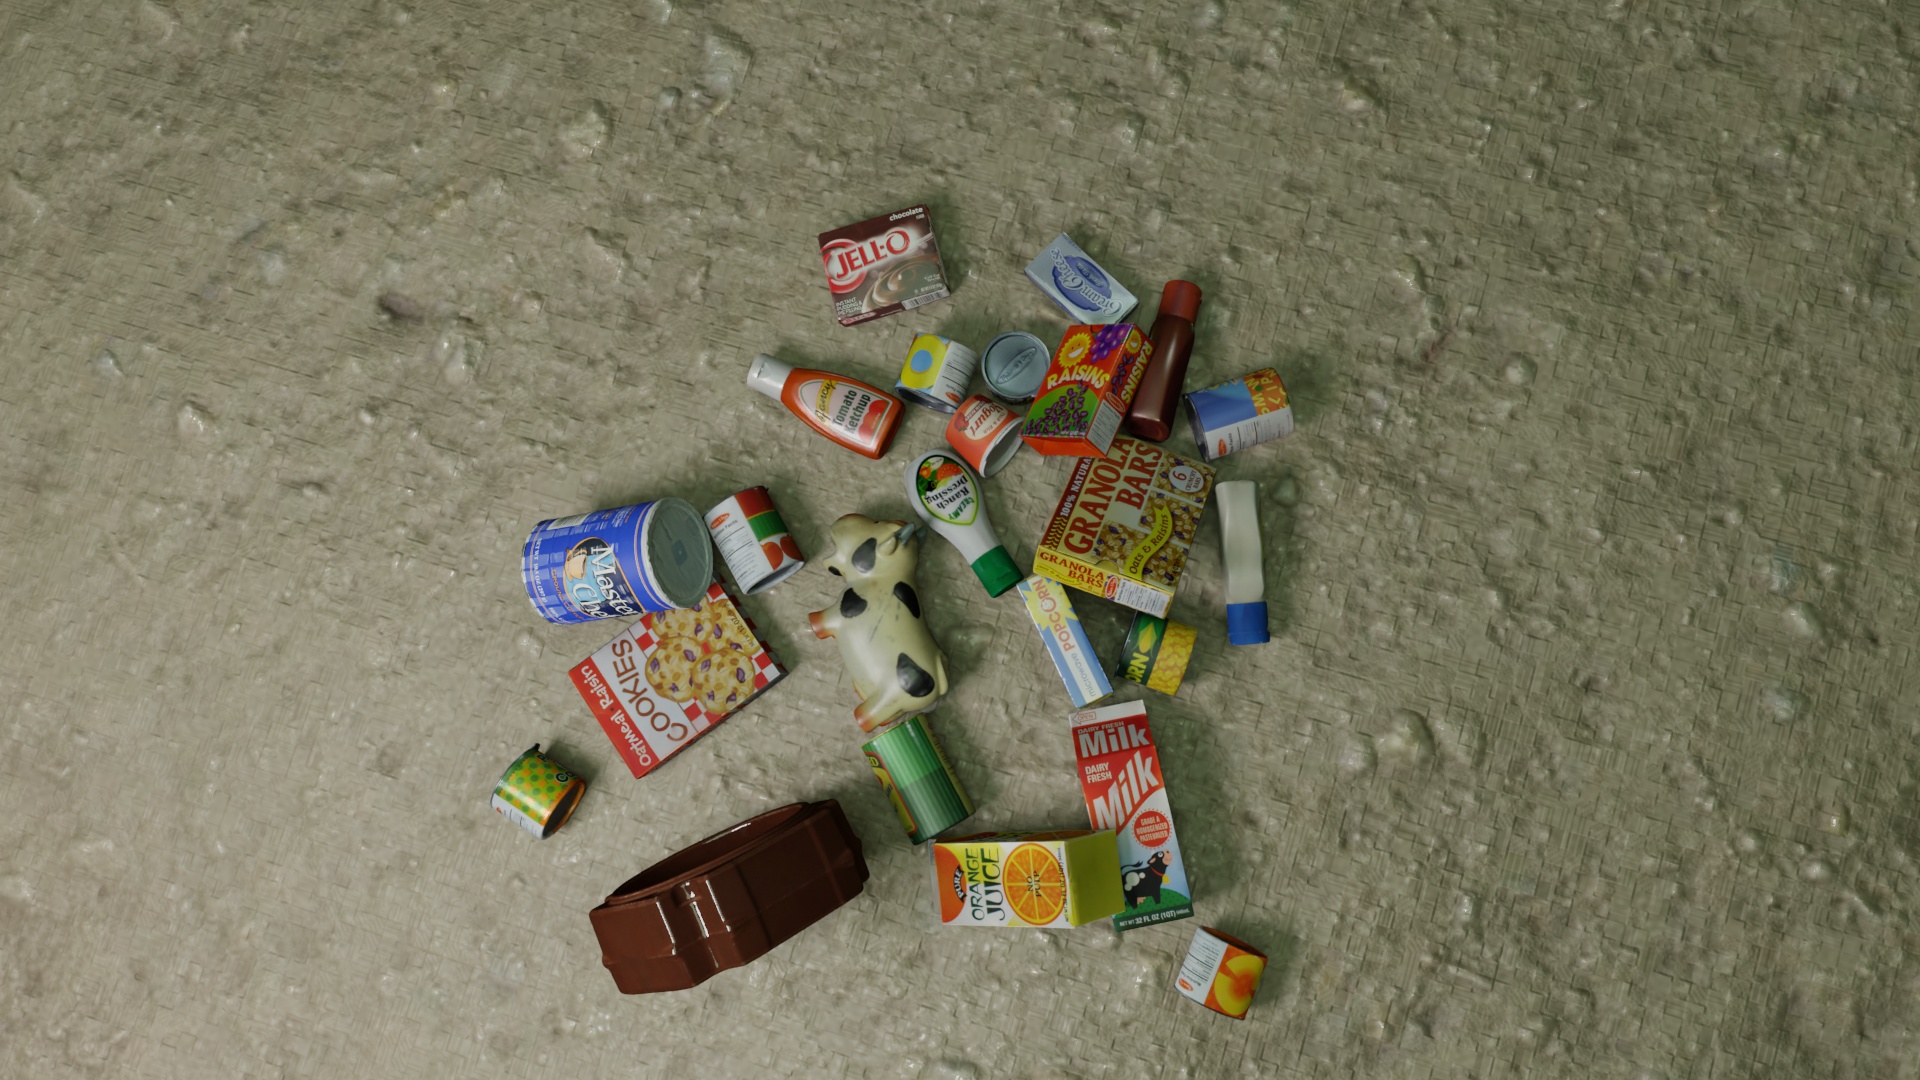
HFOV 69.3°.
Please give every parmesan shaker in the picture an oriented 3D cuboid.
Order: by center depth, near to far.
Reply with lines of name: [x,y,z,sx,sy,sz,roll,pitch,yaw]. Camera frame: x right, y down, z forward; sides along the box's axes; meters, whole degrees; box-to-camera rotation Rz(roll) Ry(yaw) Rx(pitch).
parmesan shaker: [-0.038,0.217,1.261,0.071,0.071,0.103,-29,81,1]

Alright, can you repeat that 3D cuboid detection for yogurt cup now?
yogurt cup: [0.023,-0.101,1.301,0.054,0.072,0.072,38,88,16]

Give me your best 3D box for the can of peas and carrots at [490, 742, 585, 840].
can of peas and carrots: [-0.392,0.234,1.296,0.059,0.071,0.071,31,87,8]

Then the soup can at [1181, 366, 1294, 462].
soup can: [0.255,-0.119,1.281,0.084,0.071,0.071,-18,82,2]

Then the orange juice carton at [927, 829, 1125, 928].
orange juice carton: [0.043,0.296,1.219,0.192,0.073,0.072,-12,81,41]

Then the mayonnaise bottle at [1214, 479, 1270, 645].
mayonnaise bottle: [0.258,0.020,1.266,0.041,0.065,0.148,-5,86,7]

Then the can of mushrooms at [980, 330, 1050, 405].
can of mushrooms: [0.055,-0.161,1.320,0.071,0.033,0.071,-1,82,5]

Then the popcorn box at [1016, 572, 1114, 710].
popcorn box: [0.096,0.090,1.258,0.038,0.085,0.127,-26,82,3]

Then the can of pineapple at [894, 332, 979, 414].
can of pineapple: [-0.023,-0.158,1.311,0.071,0.071,0.058,20,85,7]

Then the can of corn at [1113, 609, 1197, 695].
can of corn: [0.176,0.103,1.258,0.058,0.071,0.071,19,85,7]

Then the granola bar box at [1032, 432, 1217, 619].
granola bar box: [0.150,-0.020,1.247,0.124,0.038,0.166,20,50,8]

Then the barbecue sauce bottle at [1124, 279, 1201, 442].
barbecue sauce bottle: [0.192,-0.170,1.296,0.044,0.064,0.149,13,75,14]

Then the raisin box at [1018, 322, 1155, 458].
raisin box: [0.115,-0.138,1.271,0.086,0.040,0.123,6,66,49]

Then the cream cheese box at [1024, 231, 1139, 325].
cream cheese box: [0.116,-0.242,1.329,0.104,0.024,0.053,44,89,9]

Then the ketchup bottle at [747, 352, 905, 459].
ketchup bottle: [-0.131,-0.134,1.329,0.149,0.043,0.065,25,86,8]

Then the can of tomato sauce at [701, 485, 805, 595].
can of tomato sauce: [-0.193,0.000,1.308,0.071,0.071,0.083,-30,82,1]

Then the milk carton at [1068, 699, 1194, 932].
milk carton: [0.151,0.242,1.240,0.072,0.073,0.190,-12,82,4]

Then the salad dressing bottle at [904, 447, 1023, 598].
salad dressing bottle: [0.005,-0.016,1.301,0.064,0.044,0.148,-32,81,-11]

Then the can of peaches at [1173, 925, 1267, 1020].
can of peaches: [0.231,0.380,1.220,0.071,0.071,0.058,22,85,8]

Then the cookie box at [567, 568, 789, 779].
cookie box: [-0.267,0.125,1.310,0.167,0.040,0.123,-36,81,0]
